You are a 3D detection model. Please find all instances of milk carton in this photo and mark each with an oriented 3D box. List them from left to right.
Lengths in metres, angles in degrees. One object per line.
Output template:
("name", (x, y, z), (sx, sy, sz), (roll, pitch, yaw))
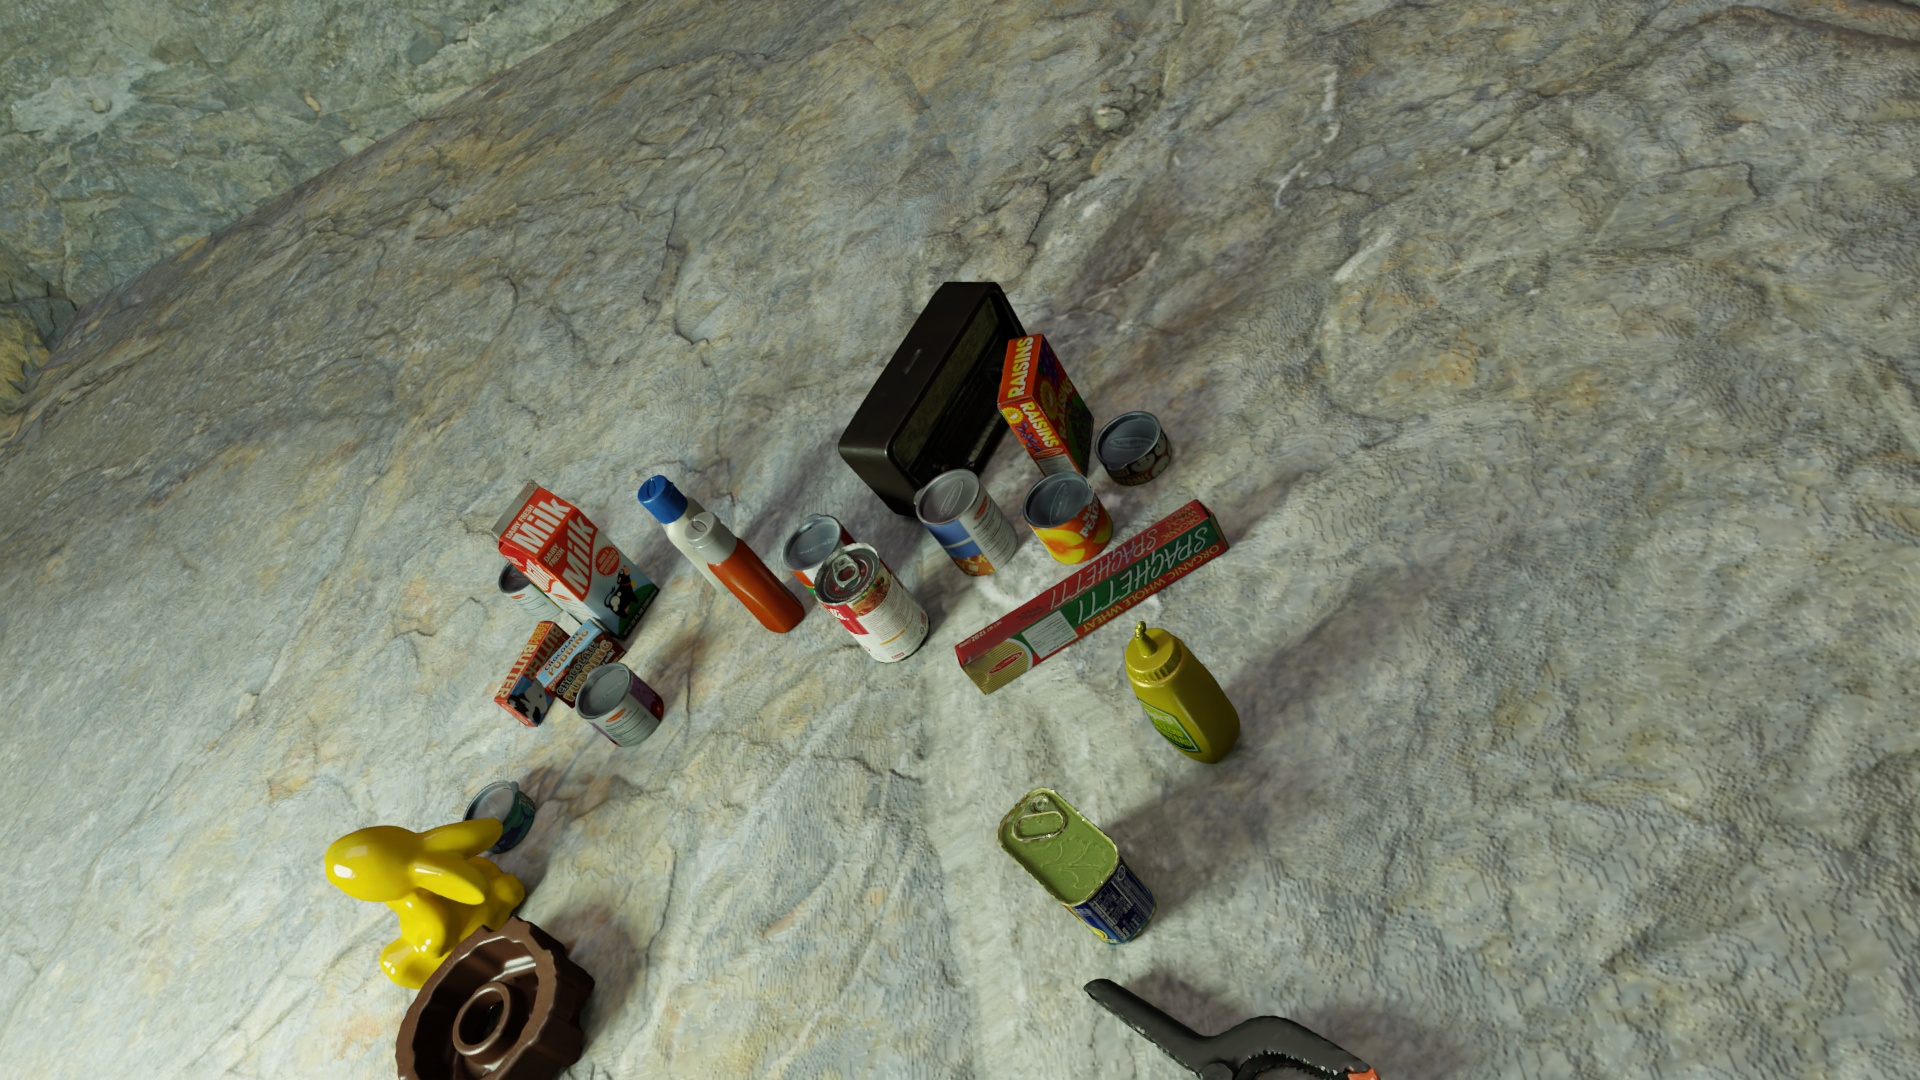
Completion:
("milk carton", (-0.414, 0.020, 1.469), (0.073, 0.190, 0.072), (10, 59, 39))

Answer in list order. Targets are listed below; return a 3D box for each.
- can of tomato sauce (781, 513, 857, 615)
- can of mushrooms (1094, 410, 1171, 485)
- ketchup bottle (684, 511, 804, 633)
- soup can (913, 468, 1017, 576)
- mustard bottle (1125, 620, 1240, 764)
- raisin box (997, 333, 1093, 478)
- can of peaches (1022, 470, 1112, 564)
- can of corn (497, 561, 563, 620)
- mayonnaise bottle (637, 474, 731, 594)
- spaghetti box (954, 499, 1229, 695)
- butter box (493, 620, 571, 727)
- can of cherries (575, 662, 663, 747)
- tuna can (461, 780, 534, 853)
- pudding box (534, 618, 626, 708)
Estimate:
("can of tomato sauce", (-0.124, 0.025, 1.351), (0.071, 0.083, 0.071), (-19, 45, 20))
("can of mushrooms", (0.160, -0.084, 1.295), (0.071, 0.033, 0.071), (-18, 45, 19))
("ketchup bottle", (-0.213, 0.031, 1.356), (0.043, 0.148, 0.065), (-48, 43, -12))
("soup can", (0.005, -0.016, 1.301), (0.071, 0.083, 0.072), (-19, 45, 20))
("mustard bottle", (0.156, 0.107, 1.030), (0.065, 0.159, 0.049), (23, 68, 44))
("raisin box", (0.082, -0.123, 1.316), (0.040, 0.123, 0.086), (-11, 48, 27))
("can of peaches", (0.100, -0.020, 1.260), (0.071, 0.058, 0.071), (-19, 45, 20))
("can of corn", (-0.482, 0.048, 1.589), (0.071, 0.058, 0.071), (-19, 45, 20))
("mayonnaise bottle", (-0.276, -0.009, 1.434), (0.041, 0.147, 0.065), (-28, 42, 10))
("spaghetti box", (0.113, 0.049, 1.194), (0.250, 0.050, 0.029), (-32, 42, 5))
("butter box", (-0.451, 0.142, 1.486), (0.024, 0.053, 0.104), (0, 53, 34))
("can of cherries", (-0.340, 0.163, 1.389), (0.071, 0.058, 0.072), (-19, 45, 20))
("tuna can", (-0.459, 0.275, 1.387), (0.071, 0.032, 0.071), (-18, 45, 19))
("pudding box", (-0.402, 0.130, 1.467), (0.084, 0.049, 0.030), (-48, 43, -12))
